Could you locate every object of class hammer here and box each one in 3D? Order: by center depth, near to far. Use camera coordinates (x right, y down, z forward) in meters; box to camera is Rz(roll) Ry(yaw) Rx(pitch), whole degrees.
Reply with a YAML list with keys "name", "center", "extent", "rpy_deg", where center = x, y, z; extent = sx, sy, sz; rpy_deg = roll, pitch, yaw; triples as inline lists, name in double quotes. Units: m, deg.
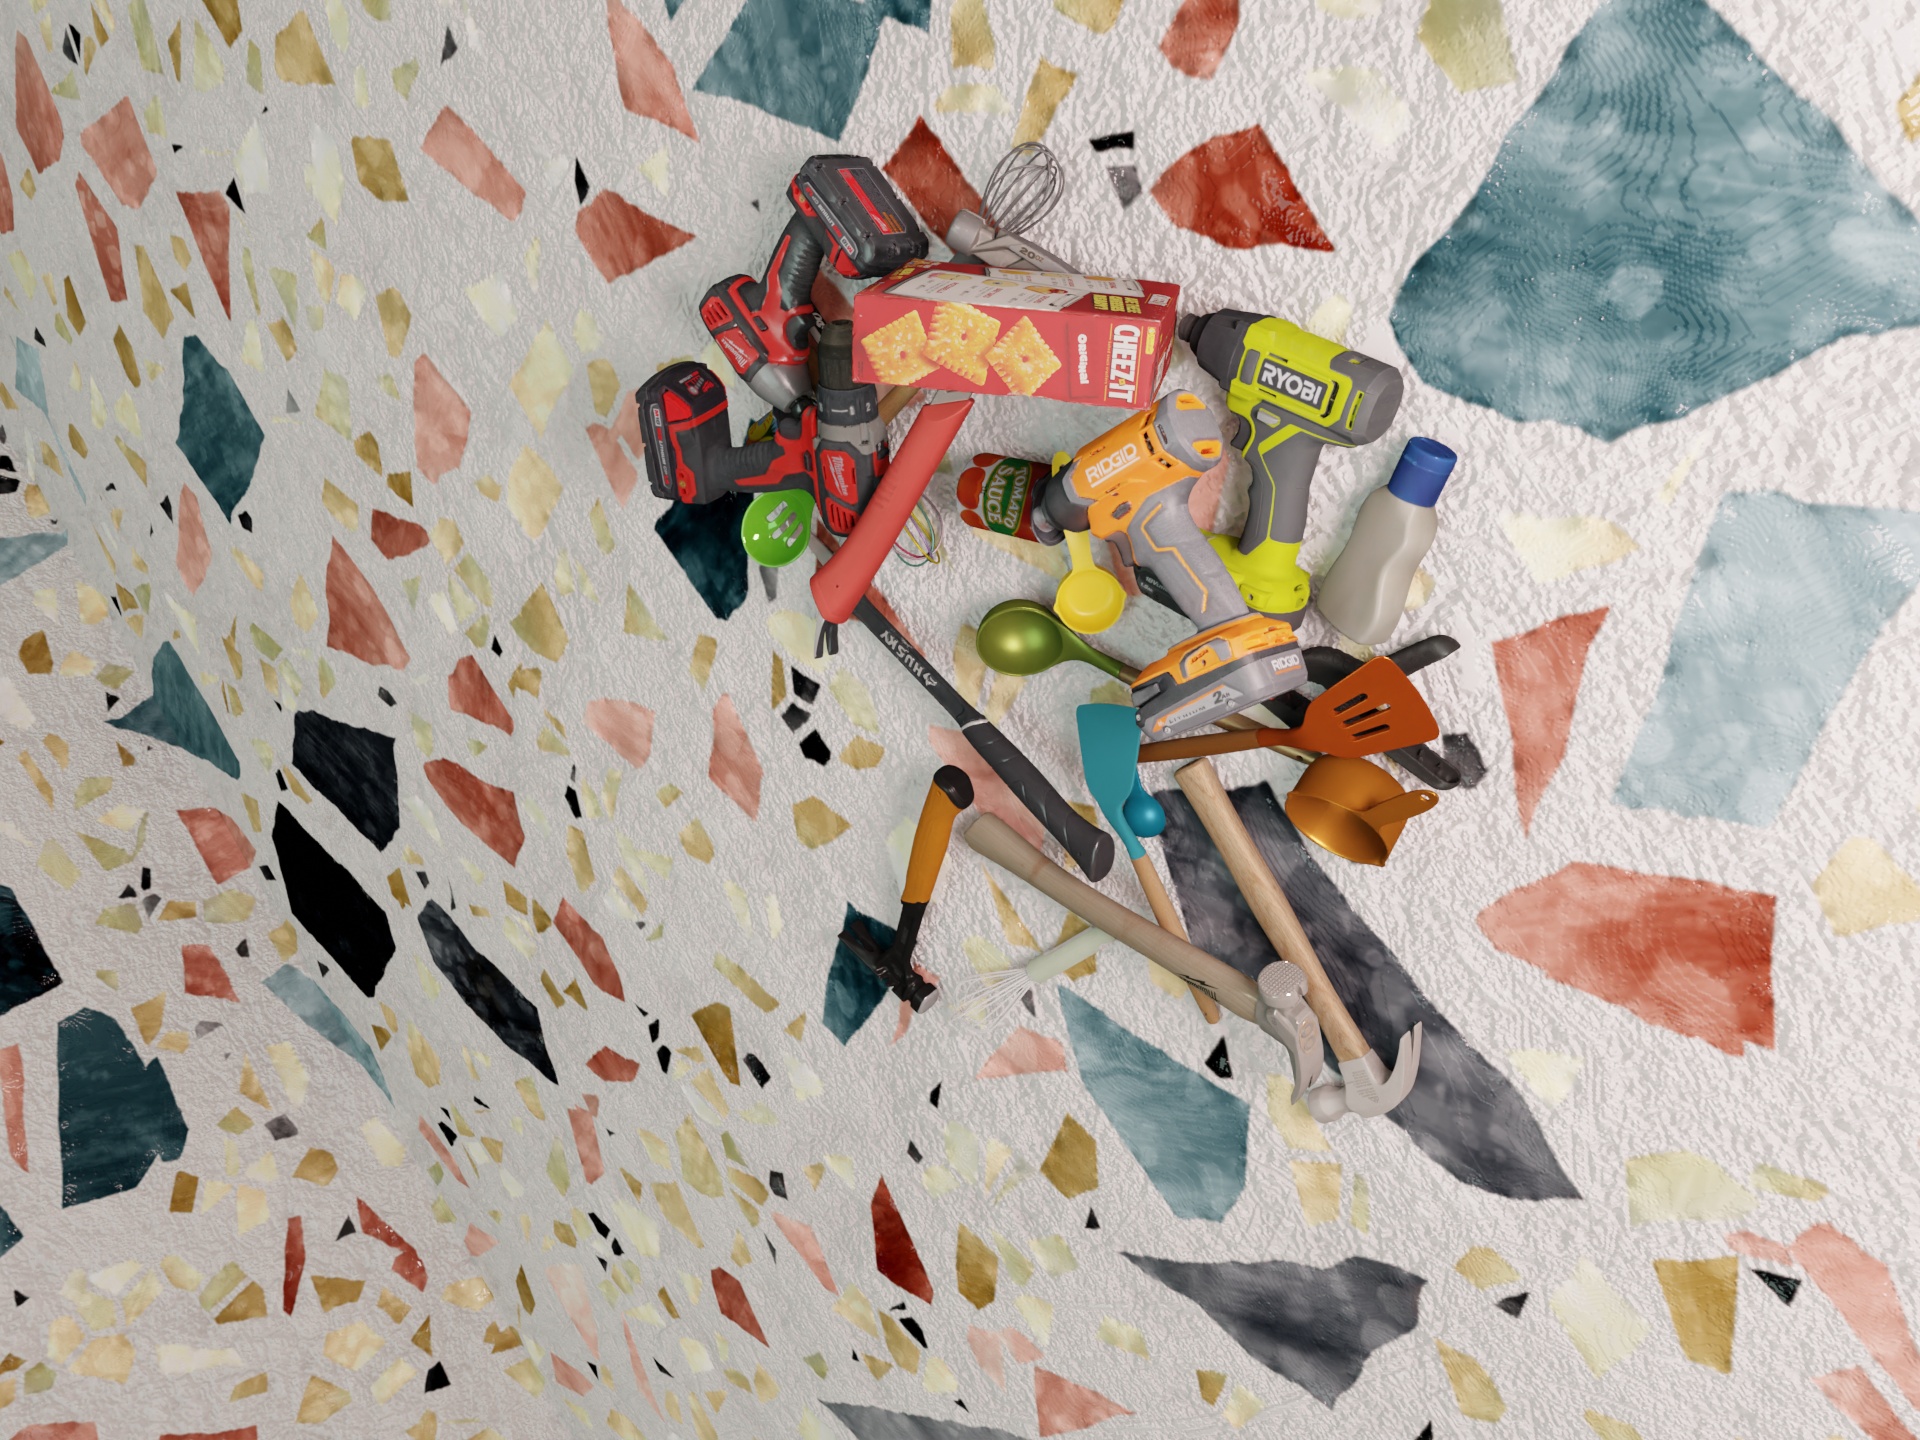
- name: "hammer"
  center: [-0.019, -0.224, 1.305]
  extent: [0.149, 0.037, 0.359]
  rpy_deg: [31, 116, -1]
- name: "hammer"
  center: [0.275, 0.180, 1.330]
  extent: [0.130, 0.031, 0.331]
  rpy_deg: [-31, 87, 47]
- name: "hammer"
  center: [0.148, 0.188, 1.404]
  extent: [0.411, 0.038, 0.146]
  rpy_deg: [29, 147, 44]
- name: "hammer"
  center: [-0.002, -0.005, 1.453]
  extent: [0.409, 0.036, 0.149]
  rpy_deg: [47, 131, 26]
- name: "hammer"
  center: [-0.046, 0.158, 1.586]
  extent: [0.127, 0.034, 0.336]
  rpy_deg: [40, 140, 21]

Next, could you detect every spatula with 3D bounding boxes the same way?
- name: "spatula"
  center: [0.226, 0.010, 1.253]
  extent: [0.081, 0.041, 0.323]
  rpy_deg: [50, 151, -18]
- name: "spatula"
  center: [0.172, 0.132, 1.381]
  extent: [0.082, 0.044, 0.317]
  rpy_deg: [4, 125, 53]

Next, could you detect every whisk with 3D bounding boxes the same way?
- name: "whisk"
  center: [0.009, -0.383, 1.294]
  extent: [0.055, 0.055, 0.239]
  rpy_deg: [57, 140, 5]
- name: "whisk"
  center: [-0.086, -0.242, 1.458]
  extent: [0.051, 0.047, 0.245]
  rpy_deg: [-43, 75, 46]
- name: "whisk"
  center: [0.069, 0.246, 1.547]
  extent: [0.246, 0.058, 0.059]
  rpy_deg: [-38, 74, 41]

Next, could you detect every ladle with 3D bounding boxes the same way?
- name: "ladle"
  center: [0.151, -0.024, 1.330]
  extent: [0.320, 0.062, 0.078]
  rpy_deg: [26, 140, 28]

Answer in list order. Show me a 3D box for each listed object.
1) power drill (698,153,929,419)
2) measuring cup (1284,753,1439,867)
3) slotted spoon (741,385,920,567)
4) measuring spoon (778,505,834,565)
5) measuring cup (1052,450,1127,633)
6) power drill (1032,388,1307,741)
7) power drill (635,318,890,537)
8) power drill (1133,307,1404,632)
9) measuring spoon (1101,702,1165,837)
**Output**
- name: "power drill"
  center: [-0.133, -0.373, 1.391]
  extent: [0.219, 0.078, 0.143]
  rpy_deg: [-41, 80, 41]
- name: "measuring cup"
  center: [0.312, 0.055, 1.179]
  extent: [0.095, 0.052, 0.173]
  rpy_deg: [37, 158, -6]
- name: "slotted spoon"
  center: [-0.105, -0.236, 1.430]
  extent: [0.070, 0.031, 0.313]
  rpy_deg: [53, 133, 1]
- name: "measuring spoon"
  center: [-0.140, -0.162, 1.560]
  extent: [0.124, 0.018, 0.034]
  rpy_deg: [49, 135, 13]
- name: "measuring cup"
  center: [0.097, -0.149, 1.319]
  extent: [0.062, 0.029, 0.156]
  rpy_deg: [-11, 108, 5]
- name: "power drill"
  center: [0.144, -0.105, 1.165]
  extent: [0.164, 0.084, 0.226]
  rpy_deg: [-26, 83, 42]
- name: "power drill"
  center: [-0.167, -0.262, 1.387]
  extent: [0.227, 0.080, 0.187]
  rpy_deg: [12, 124, 23]
- name: "power drill"
  center: [0.213, -0.184, 1.181]
  extent: [0.171, 0.080, 0.223]
  rpy_deg: [32, 125, 28]
- name: "measuring spoon"
  center: [0.142, 0.047, 1.395]
  extent: [0.042, 0.021, 0.128]
  rpy_deg: [-13, 102, 45]
